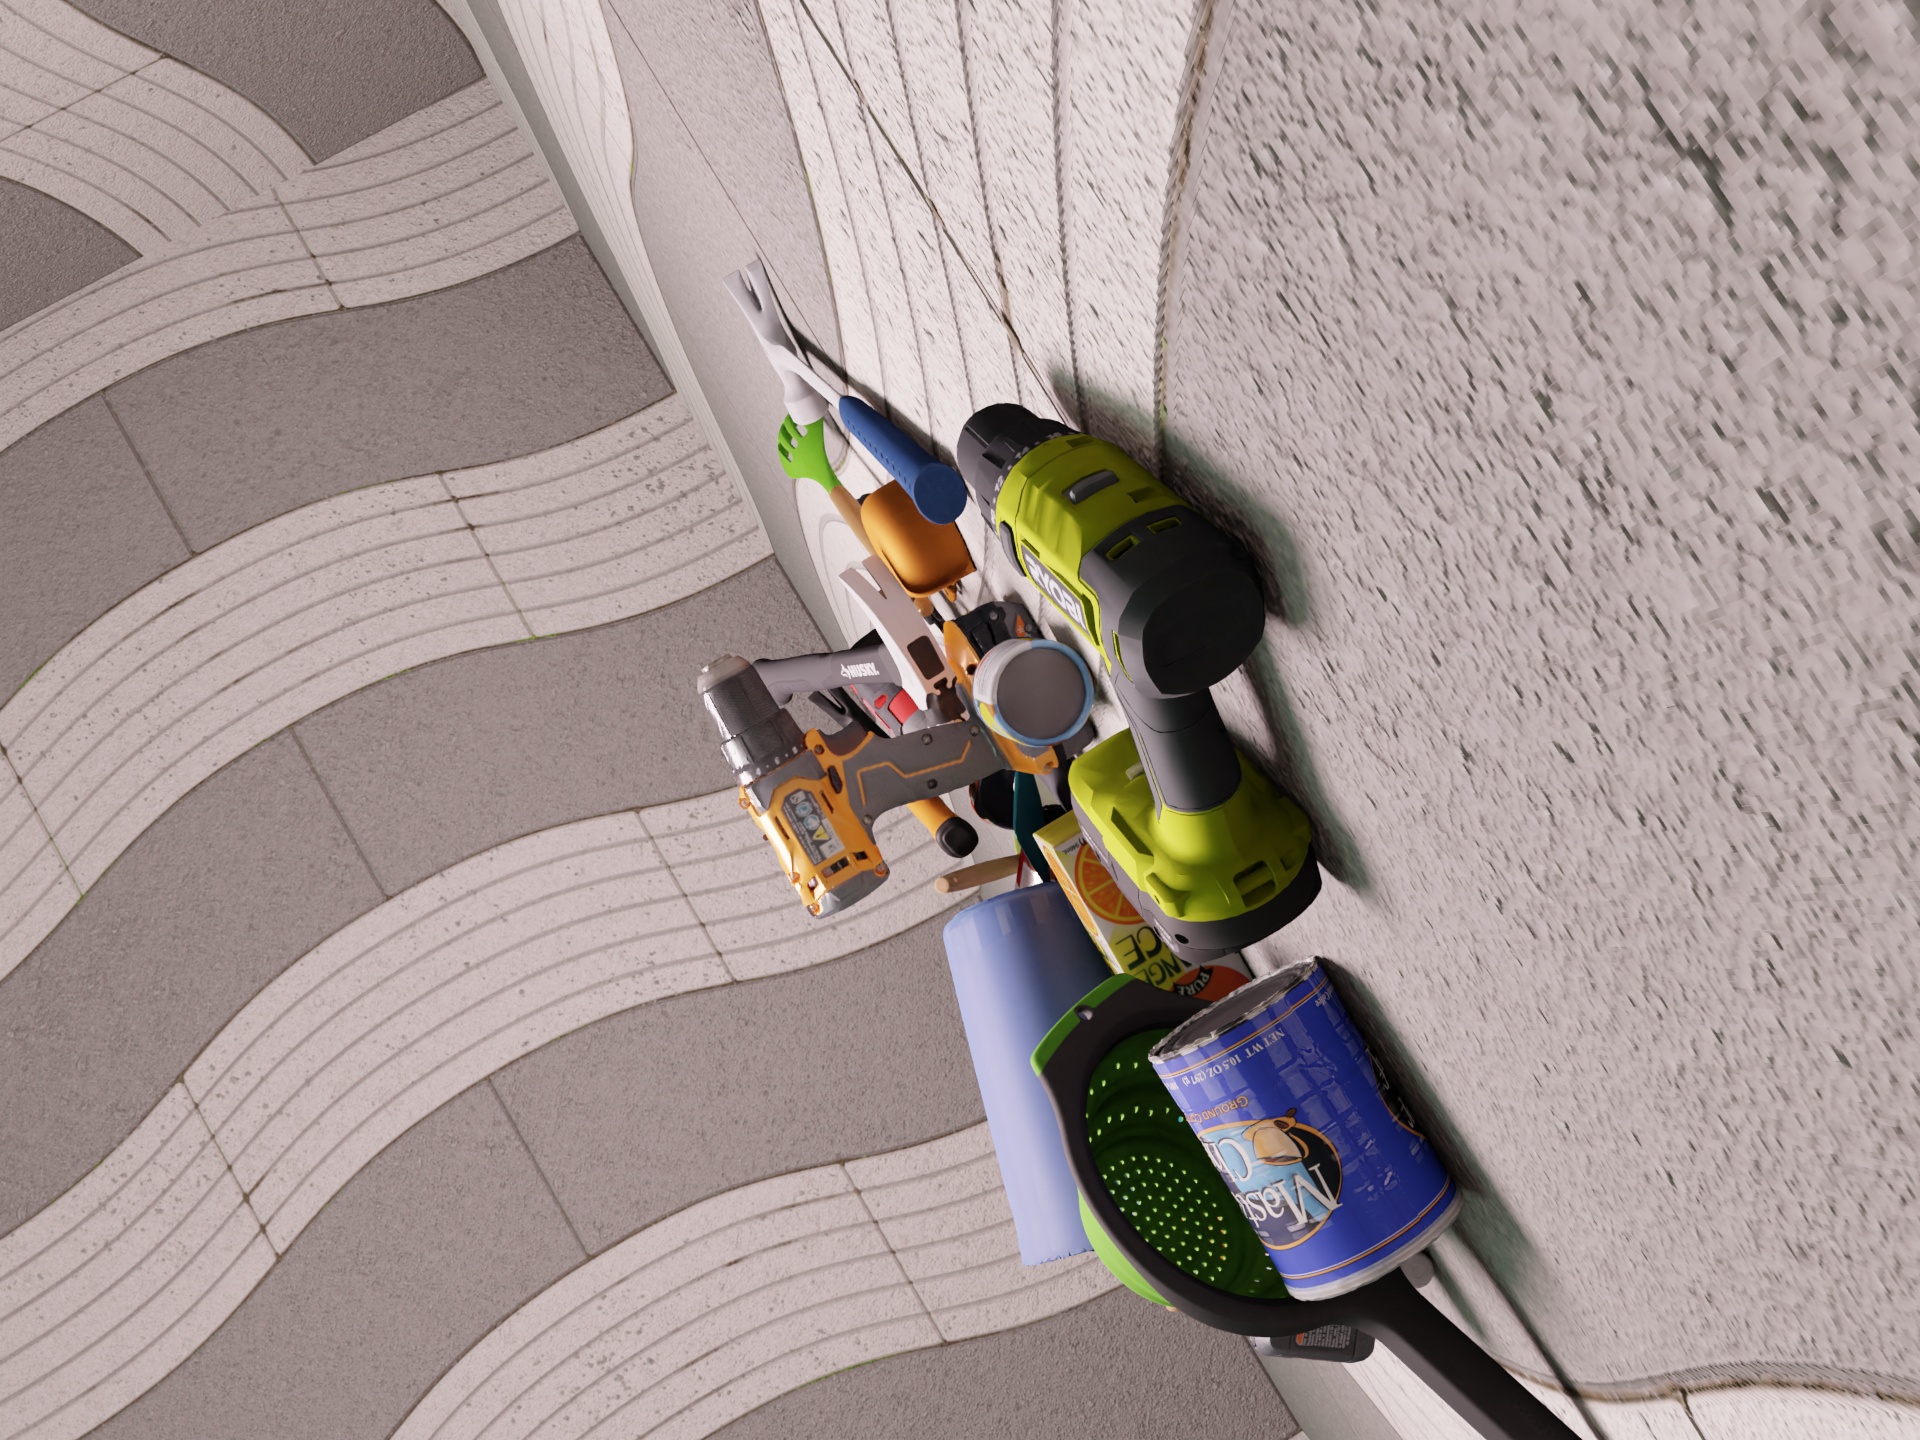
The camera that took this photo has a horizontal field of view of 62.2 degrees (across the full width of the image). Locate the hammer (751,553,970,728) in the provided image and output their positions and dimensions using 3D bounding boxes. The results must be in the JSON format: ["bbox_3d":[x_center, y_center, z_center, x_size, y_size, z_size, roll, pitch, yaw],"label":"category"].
[{"bbox_3d":[-0.101,-0.046,1.268,0.335,0.035,0.146,-2,117,63],"label":"hammer"}]

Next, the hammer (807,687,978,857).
[{"bbox_3d":[-0.055,0.048,1.452,0.127,0.034,0.337,47,178,-23],"label":"hammer"}]

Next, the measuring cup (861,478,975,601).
[{"bbox_3d":[-0.032,-0.117,1.188,0.095,0.052,0.173,57,172,19],"label":"measuring cup"}]

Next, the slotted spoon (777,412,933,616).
[{"bbox_3d":[-0.092,-0.179,1.330,0.031,0.070,0.314,10,-149,-38],"label":"slotted spoon"}]

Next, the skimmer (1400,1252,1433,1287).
[{"bbox_3d":[0.237,0.364,1.157,0.363,0.090,0.127,123,145,-81],"label":"skimmer"}]

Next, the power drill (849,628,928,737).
[{"bbox_3d":[-0.030,-0.004,1.400,0.143,0.078,0.219,47,-179,7],"label":"power drill"}]

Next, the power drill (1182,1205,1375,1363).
[{"bbox_3d":[0.205,0.349,1.075,0.226,0.084,0.164,-175,94,-80],"label":"power drill"}]

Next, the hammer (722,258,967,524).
[{"bbox_3d":[-0.087,-0.233,1.162,0.144,0.035,0.406,63,173,-33],"label":"hammer"}]

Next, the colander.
[{"bbox_3d":[0.194,0.320,0.896,0.397,0.204,0.094,41,132,16],"label":"colander"}]

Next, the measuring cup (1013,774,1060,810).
[{"bbox_3d":[0.077,0.109,1.315,0.083,0.038,0.167,-115,13,-51],"label":"measuring cup"}]

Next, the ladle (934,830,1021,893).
[{"bbox_3d":[0.032,0.128,1.352,0.078,0.062,0.320,66,-161,8],"label":"ladle"}]

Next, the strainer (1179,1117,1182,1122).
[{"bbox_3d":[0.104,0.230,1.373,0.341,0.095,0.210,-112,1,-68],"label":"strainer"}]

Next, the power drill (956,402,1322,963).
[{"bbox_3d":[0.073,-0.022,0.690,0.191,0.080,0.228,52,168,50],"label":"power drill"}]

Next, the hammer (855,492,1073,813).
[{"bbox_3d":[0.023,-0.026,1.282,0.409,0.036,0.149,54,173,42],"label":"hammer"}]

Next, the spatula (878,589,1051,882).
[{"bbox_3d":[-0.002,-0.004,1.222,0.318,0.044,0.082,53,177,41],"label":"spatula"}]

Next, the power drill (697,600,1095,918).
[{"bbox_3d":[-0.048,0.000,1.063,0.185,0.226,0.084,60,174,-5],"label":"power drill"}]

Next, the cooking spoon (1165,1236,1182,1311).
[{"bbox_3d":[0.142,0.258,1.145,0.068,0.017,0.319,112,155,-80],"label":"cooking spoon"}]
